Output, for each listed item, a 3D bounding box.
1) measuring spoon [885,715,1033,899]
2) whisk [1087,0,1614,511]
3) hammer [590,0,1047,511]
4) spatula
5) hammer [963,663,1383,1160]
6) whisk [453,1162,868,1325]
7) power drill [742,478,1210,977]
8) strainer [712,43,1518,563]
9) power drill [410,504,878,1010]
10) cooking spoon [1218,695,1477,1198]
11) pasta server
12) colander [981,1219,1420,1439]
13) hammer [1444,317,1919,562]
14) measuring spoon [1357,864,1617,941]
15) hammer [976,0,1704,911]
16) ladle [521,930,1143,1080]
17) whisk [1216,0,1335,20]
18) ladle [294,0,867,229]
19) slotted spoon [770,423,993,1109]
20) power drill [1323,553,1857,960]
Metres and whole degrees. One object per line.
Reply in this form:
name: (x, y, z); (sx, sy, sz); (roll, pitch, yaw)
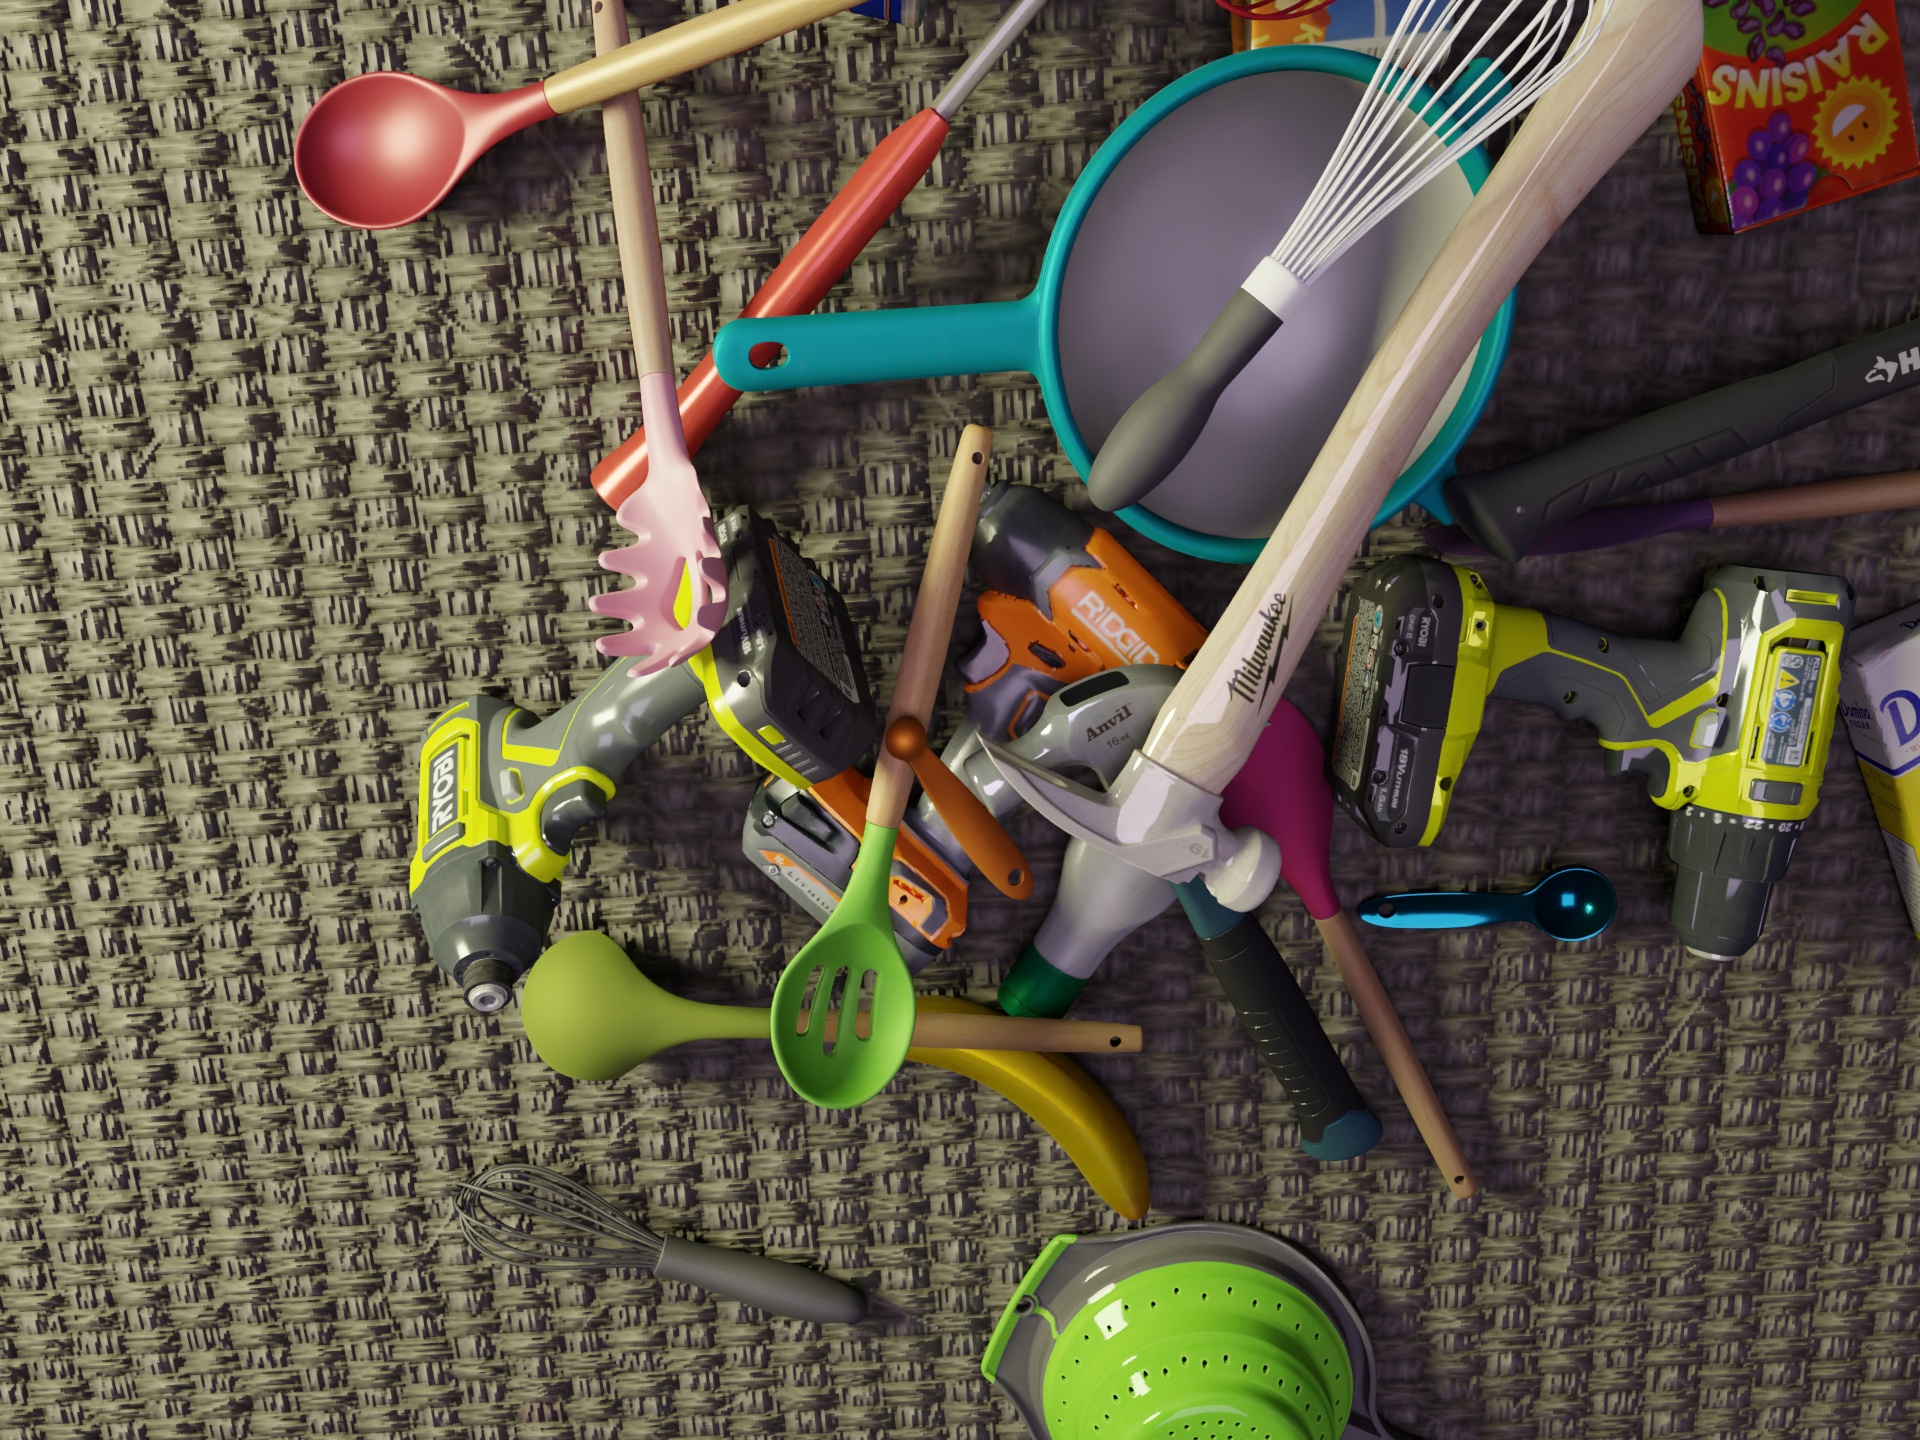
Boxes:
measuring spoon: (0.003, 0.042, 0.718); (0.021, 0.011, 0.116); (-46, 120, -15)
whisk: (0.144, -0.193, 0.618); (0.070, 0.070, 0.284); (37, 106, -10)
hammer: (-0.041, -0.220, 0.681); (0.036, 0.149, 0.359); (38, 110, -19)
spatula: (0.378, -0.100, 0.751); (0.316, 0.060, 0.018); (-7, 113, -3)
hammer: (0.132, 0.107, 0.778); (0.128, 0.033, 0.330); (-32, 119, 0)
whisk: (-0.163, 0.293, 0.874); (0.239, 0.055, 0.055); (19, 106, -10)
power drill: (-0.001, -0.002, 0.768); (0.164, 0.084, 0.226); (44, 98, -11)
strainer: (0.063, -0.175, 0.687); (0.340, 0.095, 0.211); (-6, 113, -9)
power drill: (-0.152, 0.019, 0.718); (0.223, 0.171, 0.080); (-34, 133, 15)
cooking spoon: (0.202, 0.121, 0.829); (0.069, 0.017, 0.318); (-25, 104, 14)
pasta server: (-0.137, -0.172, 0.673); (0.060, 0.040, 0.316); (-14, 79, 29)
colander: (0.207, 0.422, 0.882); (0.397, 0.094, 0.204); (25, 105, -6)
hammer: (0.371, -0.149, 0.707); (0.335, 0.035, 0.146); (-20, 105, -6)
measuring spoon: (0.272, 0.093, 0.828); (0.128, 0.021, 0.042); (-3, 110, 11)
hammer: (0.163, -0.120, 0.653); (0.146, 0.038, 0.410); (26, 101, -19)
ladle: (-0.068, 0.153, 0.815); (0.320, 0.062, 0.078); (2, 96, 2)
whisk: (0.201, -0.369, 0.629); (0.296, 0.073, 0.073); (-40, 104, -12)
ladle: (-0.151, -0.272, 0.668); (0.315, 0.031, 0.069); (-9, 94, 23)
slotted spoon: (-0.027, 0.022, 0.718); (0.070, 0.031, 0.314); (11, 97, -22)
power drill: (0.300, 0.014, 0.763); (0.228, 0.080, 0.190); (6, 100, -3)
